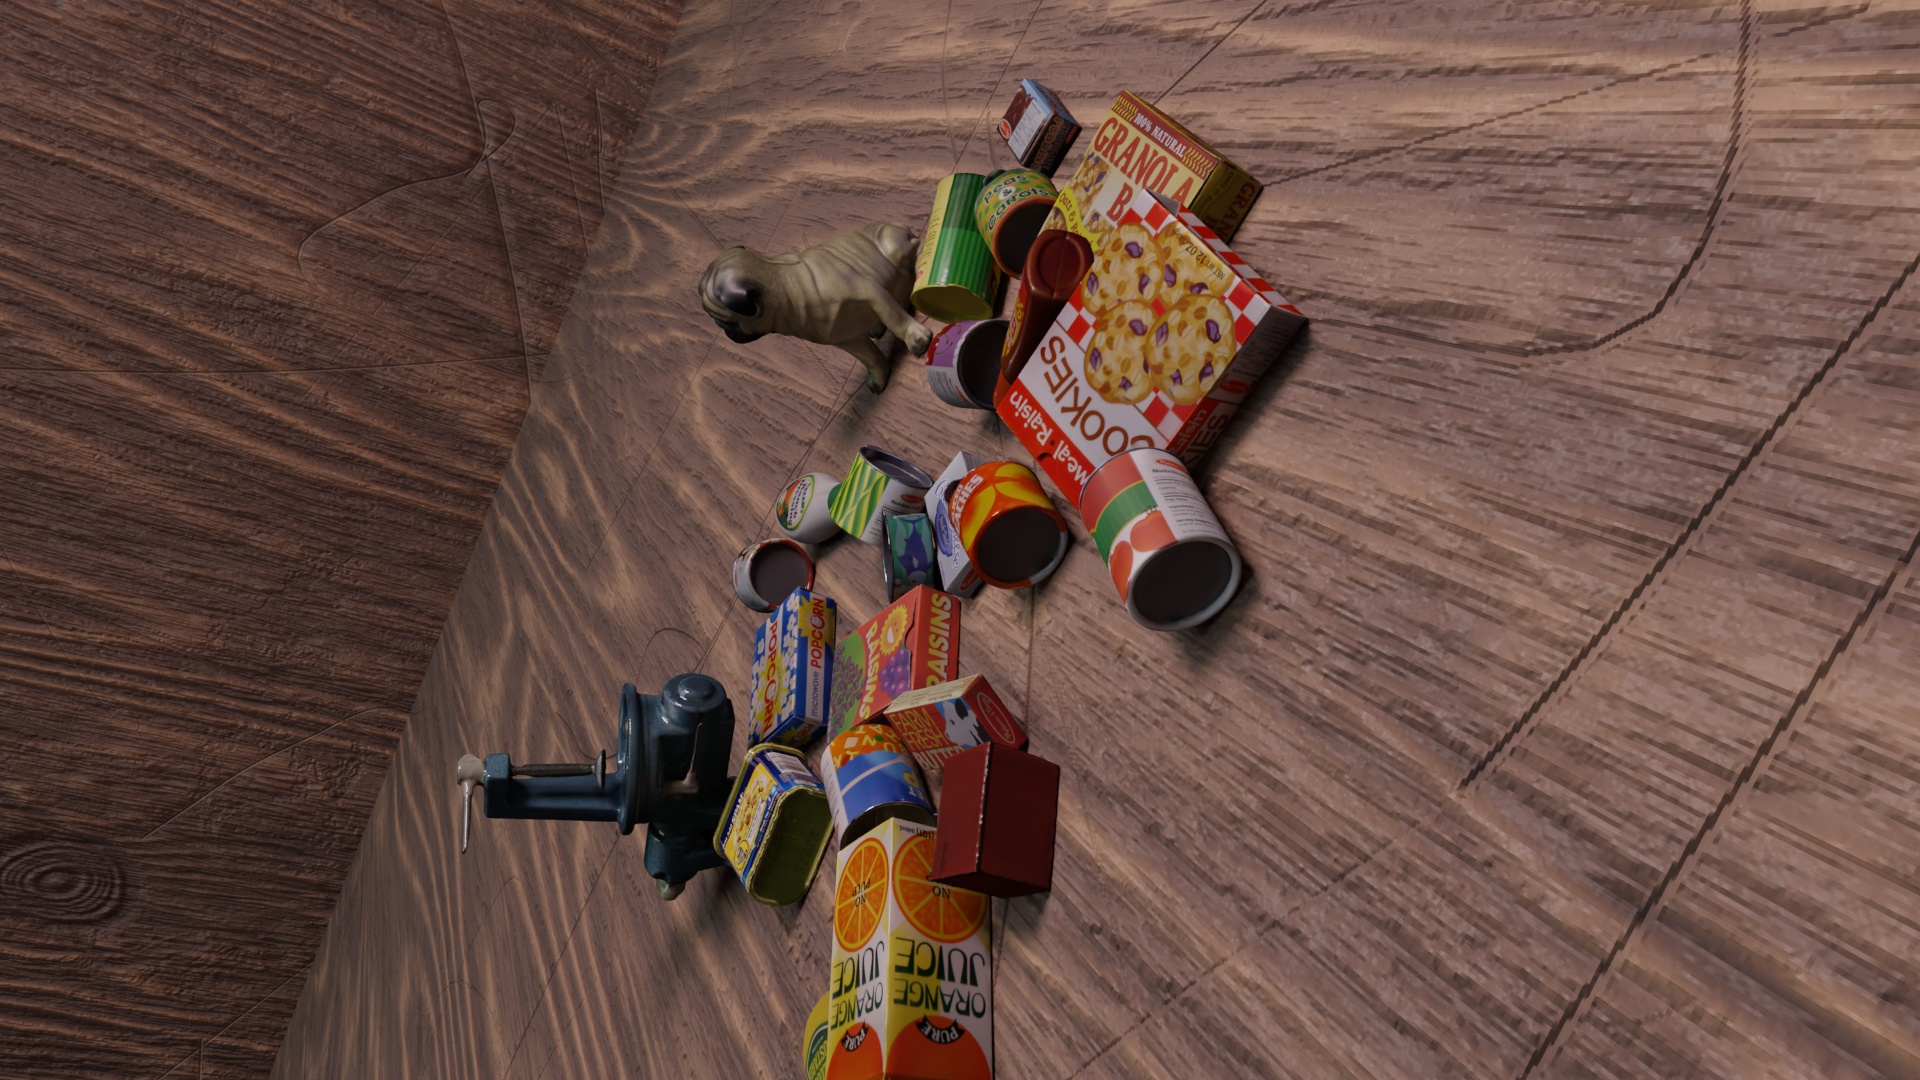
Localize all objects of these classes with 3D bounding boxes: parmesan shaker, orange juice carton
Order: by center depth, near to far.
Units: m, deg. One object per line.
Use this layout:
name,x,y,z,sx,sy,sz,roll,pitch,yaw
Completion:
orange juice carton,-0.030,0.271,0.822,0.072,0.072,0.193,-42,38,44
parmesan shaker,0.004,-0.232,1.103,0.071,0.071,0.103,-15,59,58

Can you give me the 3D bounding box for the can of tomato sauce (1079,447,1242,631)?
can of tomato sauce,0.107,0.001,0.758,0.071,0.071,0.083,-56,31,25

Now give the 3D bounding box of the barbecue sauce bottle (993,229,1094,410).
barbecue sauce bottle,0.052,-0.135,0.922,0.147,0.044,0.065,106,178,-58

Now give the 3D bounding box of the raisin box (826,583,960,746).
raisin box,-0.050,0.096,1.012,0.123,0.040,0.086,-36,42,47

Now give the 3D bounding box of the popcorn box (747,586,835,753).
popcorn box,-0.142,0.115,1.170,0.085,0.038,0.127,-44,37,42

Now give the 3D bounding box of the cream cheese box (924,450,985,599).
cream cheese box,0.004,-0.013,1.004,0.053,0.024,0.104,-51,32,30

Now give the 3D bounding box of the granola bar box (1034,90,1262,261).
granola bar box,0.117,-0.214,0.915,0.123,0.039,0.166,-59,29,20

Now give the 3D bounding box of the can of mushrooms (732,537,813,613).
can of mushrooms,-0.166,0.030,1.243,0.033,0.071,0.071,-12,62,59

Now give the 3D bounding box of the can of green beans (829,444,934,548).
can of green beans,-0.062,-0.033,1.092,0.057,0.071,0.071,-62,28,16

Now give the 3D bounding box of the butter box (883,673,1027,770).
butter box,-0.005,0.119,0.897,0.024,0.053,0.103,-40,10,-33

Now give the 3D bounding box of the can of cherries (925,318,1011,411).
can of cherries,0.017,-0.130,1.016,0.058,0.071,0.071,14,85,64

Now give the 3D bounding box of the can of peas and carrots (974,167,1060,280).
can of peas and carrots,0.048,-0.234,1.021,0.070,0.071,0.059,-56,31,25

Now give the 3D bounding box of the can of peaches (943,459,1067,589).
can of peaches,0.029,-0.011,0.905,0.071,0.071,0.058,-59,30,21

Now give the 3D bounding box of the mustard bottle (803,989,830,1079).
mustard bottle,-0.057,0.348,0.844,0.065,0.049,0.161,-61,28,21

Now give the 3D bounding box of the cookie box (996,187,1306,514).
cookie box,0.105,-0.101,0.817,0.166,0.040,0.123,-55,51,25

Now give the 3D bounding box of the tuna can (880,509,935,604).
tuna can,-0.039,0.011,1.027,0.071,0.033,0.071,178,88,-82

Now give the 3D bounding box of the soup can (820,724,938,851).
soup can,-0.053,0.174,0.941,0.071,0.071,0.084,-59,28,21

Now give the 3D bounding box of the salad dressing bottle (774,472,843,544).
salad dressing bottle,-0.114,-0.030,1.211,0.147,0.044,0.064,-6,65,60

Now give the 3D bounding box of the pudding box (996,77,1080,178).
pudding box,0.061,-0.329,1.106,0.049,0.030,0.084,-57,29,25
